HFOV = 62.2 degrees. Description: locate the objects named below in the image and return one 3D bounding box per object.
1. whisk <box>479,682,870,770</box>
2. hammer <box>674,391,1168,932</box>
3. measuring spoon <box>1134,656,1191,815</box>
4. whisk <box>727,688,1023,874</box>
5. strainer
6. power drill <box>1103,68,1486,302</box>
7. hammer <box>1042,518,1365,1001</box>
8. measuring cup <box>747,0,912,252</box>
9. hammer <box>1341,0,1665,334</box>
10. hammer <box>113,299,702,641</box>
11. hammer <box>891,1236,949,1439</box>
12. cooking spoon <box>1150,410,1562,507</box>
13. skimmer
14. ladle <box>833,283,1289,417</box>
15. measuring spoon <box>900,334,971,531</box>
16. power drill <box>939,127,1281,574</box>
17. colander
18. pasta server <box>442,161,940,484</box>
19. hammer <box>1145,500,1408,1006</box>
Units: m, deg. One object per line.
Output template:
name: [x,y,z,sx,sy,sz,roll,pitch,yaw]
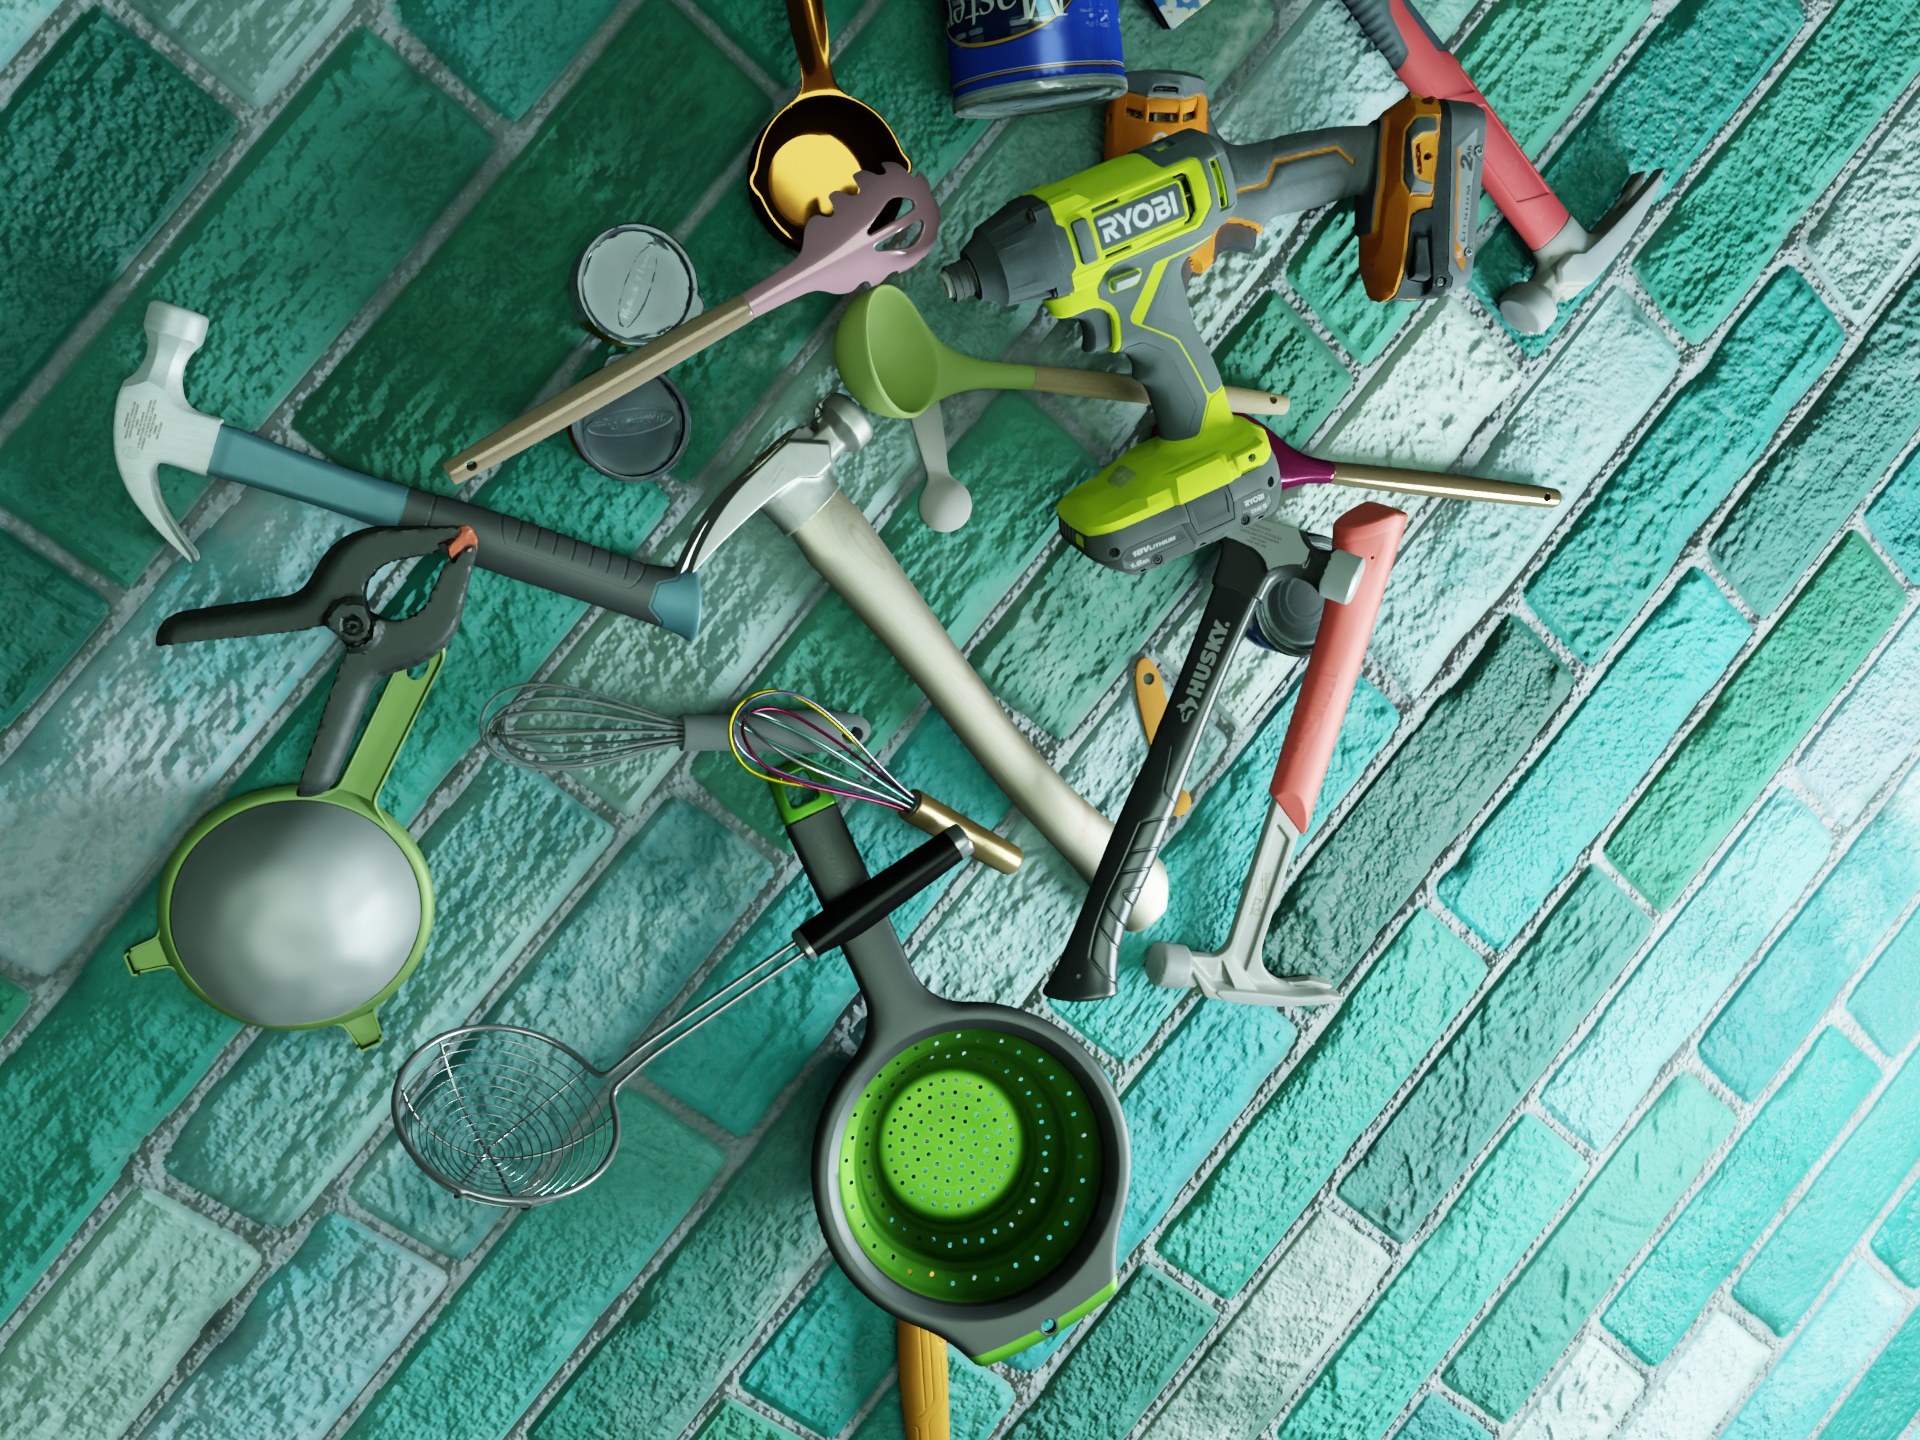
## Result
whisk: [-0.168,0.004,0.967,0.239,0.055,0.055,0,101,-23]
hammer: [-0.002,-0.003,1.011,0.146,0.038,0.410,-47,113,-17]
measuring spoon: [0.138,0.012,1.083,0.021,0.011,0.117,-20,107,-13]
whisk: [-0.050,0.047,0.993,0.244,0.051,0.047,32,57,-36]
strainer: [-0.355,0.069,0.903,0.151,0.069,0.256,26,94,-21]
power drill: [0.199,-0.310,0.988,0.226,0.084,0.164,1,102,-5]
hammer: [0.127,0.025,1.018,0.146,0.035,0.335,22,90,16]
measuring cup: [-0.086,-0.354,0.913,0.095,0.052,0.173,-12,103,-15]
hammer: [0.309,-0.439,1.031,0.386,0.038,0.143,43,85,-21]
hammer: [-0.301,-0.115,0.901,0.330,0.033,0.128,18,94,-21]
hammer: [-0.015,0.516,1.127,0.127,0.034,0.336,-8,104,-16]
cooking spoon: [0.275,-0.167,1.087,0.318,0.017,0.068,3,100,-18]
skimmer: [-0.148,0.153,0.929,0.363,0.127,0.090,-33,146,-14]
ladle: [0.073,-0.214,0.986,0.320,0.062,0.078,1,82,-22]
measuring spoon: [-0.017,-0.178,0.989,0.034,0.018,0.124,-16,105,-14]
power drill: [0.094,-0.208,0.933,0.171,0.080,0.223,-25,117,-8]
colander: [-0.033,0.210,1.039,0.204,0.094,0.397,-25,90,-11]
pasta server: [-0.142,-0.215,0.875,0.316,0.040,0.060,-32,117,-8]
hammer: [0.241,0.030,1.081,0.149,0.037,0.359,8,108,-19]
